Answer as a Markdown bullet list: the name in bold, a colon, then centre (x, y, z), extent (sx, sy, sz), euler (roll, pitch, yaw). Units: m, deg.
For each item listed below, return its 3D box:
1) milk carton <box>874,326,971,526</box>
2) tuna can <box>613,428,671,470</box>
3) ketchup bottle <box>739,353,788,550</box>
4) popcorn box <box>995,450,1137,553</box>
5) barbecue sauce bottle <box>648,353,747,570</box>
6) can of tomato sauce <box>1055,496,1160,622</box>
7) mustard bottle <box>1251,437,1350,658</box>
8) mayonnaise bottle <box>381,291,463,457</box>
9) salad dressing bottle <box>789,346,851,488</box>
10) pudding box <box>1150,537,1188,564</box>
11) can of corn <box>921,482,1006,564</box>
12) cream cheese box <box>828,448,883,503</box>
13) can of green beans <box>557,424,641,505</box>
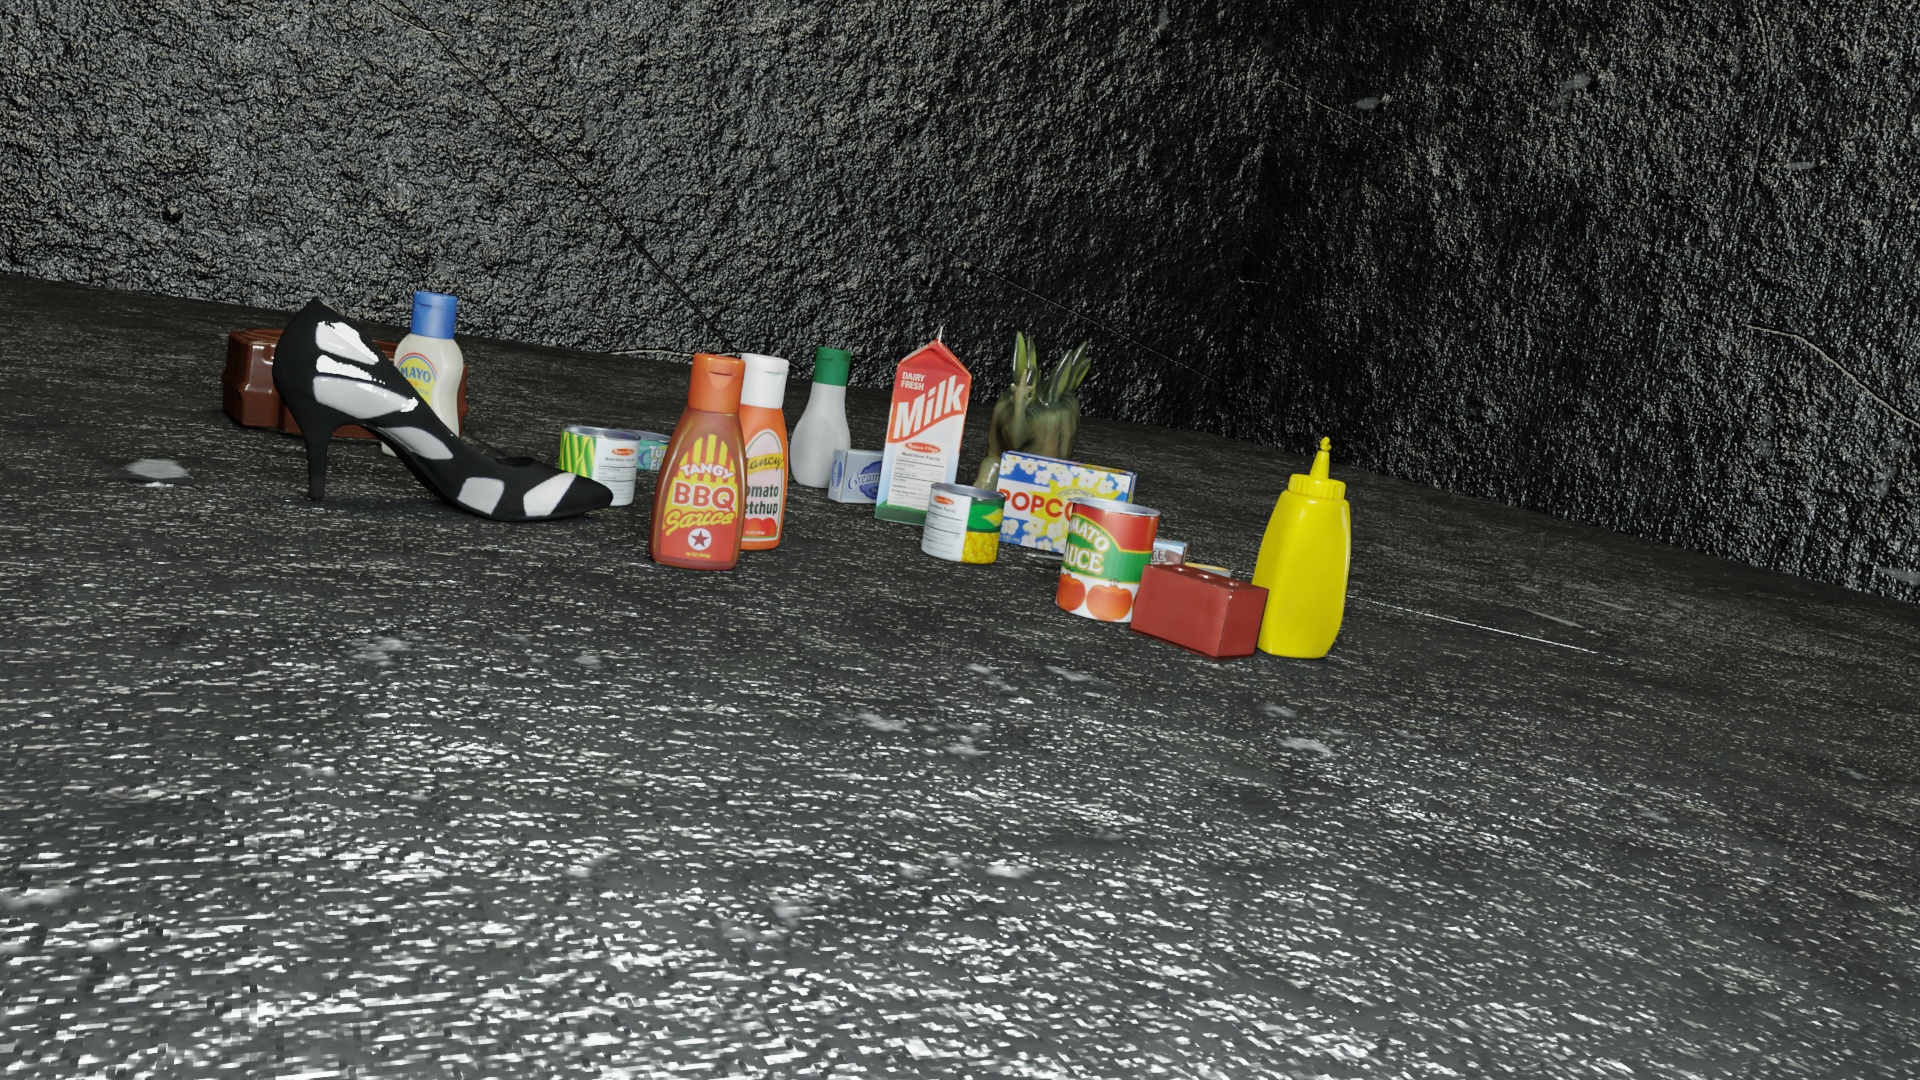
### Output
- **milk carton**: centre (-0.034, -0.114, 1.349), extent (0.073, 0.190, 0.072), euler (9, 8, -4)
- **tuna can**: centre (-0.326, -0.092, 1.421), extent (0.071, 0.032, 0.071), euler (9, 9, -1)
- **ketchup bottle**: centre (-0.162, -0.069, 1.073), extent (0.065, 0.148, 0.043), euler (2, 11, -40)
- **popcorn box**: centre (0.096, -0.033, 1.313), extent (0.127, 0.085, 0.038), euler (11, 9, 13)
- **barbecue sauce bottle**: centre (-0.179, -0.055, 0.975), extent (0.065, 0.148, 0.044), euler (7, 9, -17)
- **can of tomato sauce**: centre (0.109, 0.014, 1.047), extent (0.071, 0.083, 0.071), euler (9, 9, -1)
- **mustard bottle**: centre (0.251, 0.004, 1.008), extent (0.065, 0.160, 0.049), euler (7, 9, -17)
- **mayonnaise bottle**: centre (-0.473, -0.145, 1.231), extent (0.065, 0.147, 0.041), euler (11, 9, 11)
- **salad dressing bottle**: centre (-0.145, -0.132, 1.484), extent (0.064, 0.147, 0.044), euler (11, 9, 14)
- **pudding box**: centre (0.143, 0.019, 1.151), extent (0.084, 0.049, 0.030), euler (12, 9, 14)
- **can of corn**: centre (0.004, -0.015, 1.196), extent (0.071, 0.058, 0.071), euler (9, 9, -1)
- **cream cheese box**: centre (-0.086, -0.065, 1.428), extent (0.104, 0.053, 0.024), euler (1, 12, -42)
- **can of green beans**: centre (-0.309, -0.064, 1.184), extent (0.071, 0.057, 0.071), euler (9, 9, -1)
